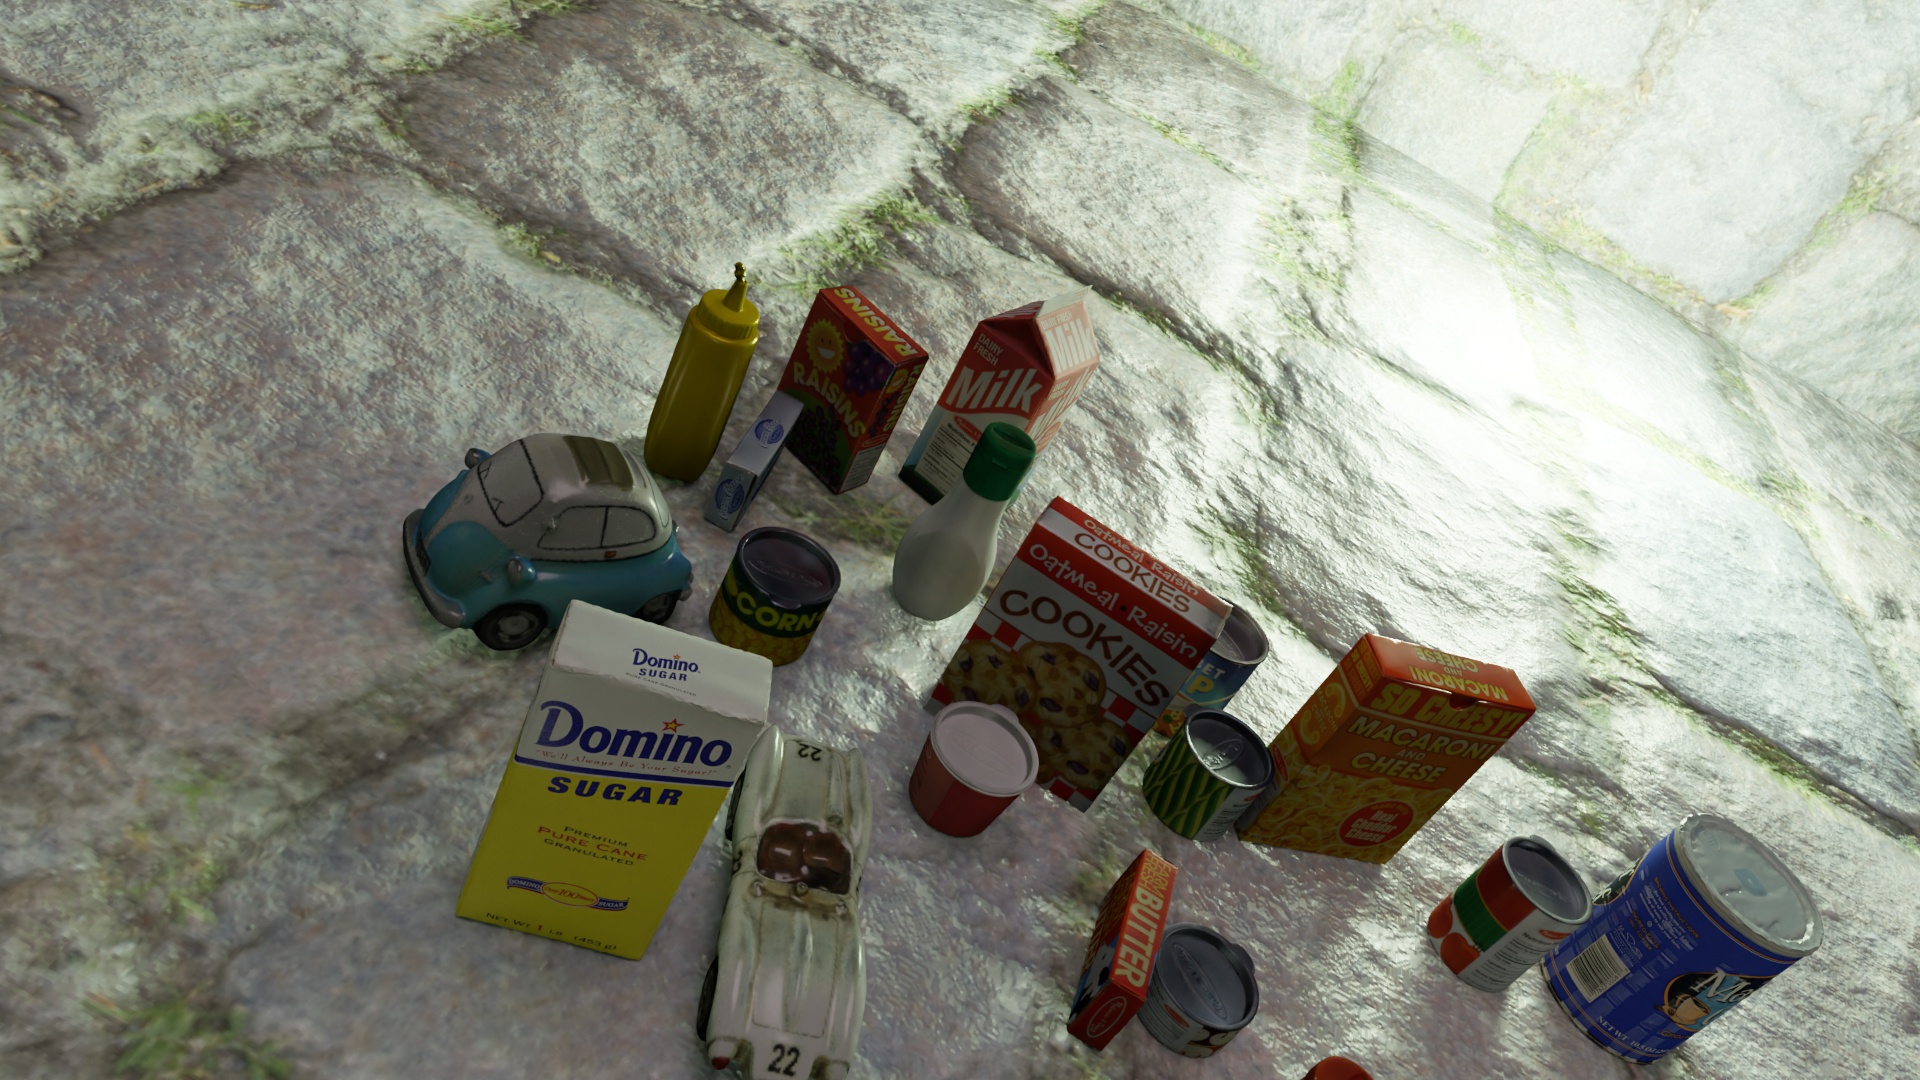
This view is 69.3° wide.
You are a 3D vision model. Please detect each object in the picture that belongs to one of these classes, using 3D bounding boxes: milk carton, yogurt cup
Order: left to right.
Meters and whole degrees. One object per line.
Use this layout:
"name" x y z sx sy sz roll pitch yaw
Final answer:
"yogurt cup" 0.004 0.136 0.814 0.072 0.053 0.073 19 36 -15
"milk carton" 0.036 -0.104 1.016 0.073 0.189 0.073 40 36 15

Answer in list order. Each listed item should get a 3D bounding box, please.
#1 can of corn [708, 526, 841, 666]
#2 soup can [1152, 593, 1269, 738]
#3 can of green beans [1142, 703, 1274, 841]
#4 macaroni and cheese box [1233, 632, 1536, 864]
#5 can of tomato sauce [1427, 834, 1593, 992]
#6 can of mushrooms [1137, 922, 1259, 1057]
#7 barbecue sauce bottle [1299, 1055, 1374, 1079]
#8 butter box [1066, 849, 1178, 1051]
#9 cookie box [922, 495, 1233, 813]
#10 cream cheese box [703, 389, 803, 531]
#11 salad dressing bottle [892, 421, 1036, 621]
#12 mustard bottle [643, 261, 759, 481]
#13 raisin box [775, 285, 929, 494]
"can of corn" -0.115 0.036 0.850 0.071 0.058 0.071 19 36 -15
"soup can" 0.161 0.088 0.958 0.071 0.083 0.072 19 36 -15
"can of green beans" 0.160 0.152 0.901 0.071 0.057 0.071 19 36 -15
"macaroni and cheese box" 0.269 0.140 0.899 0.124 0.165 0.040 14 38 -22
"can of tomato sauce" 0.356 0.242 0.906 0.071 0.082 0.071 19 36 -15
"can of mushrooms" 0.132 0.252 0.780 0.071 0.033 0.071 19 36 -15
"barbecue sauce bottle" 0.138 0.290 0.637 0.044 0.147 0.065 46 38 21
"butter box" 0.090 0.224 0.767 0.024 0.052 0.104 30 35 0
"cookie box" 0.067 0.071 0.841 0.123 0.166 0.040 33 35 4
"cream cheese box" -0.141 -0.055 0.950 0.024 0.053 0.104 27 35 -4
"salad dressing bottle" 0.003 -0.011 0.915 0.064 0.147 0.044 29 35 -2
"mustard bottle" -0.165 -0.113 0.911 0.049 0.159 0.065 17 37 -18
"raisin box" -0.084 -0.108 0.994 0.086 0.122 0.040 44 37 20
